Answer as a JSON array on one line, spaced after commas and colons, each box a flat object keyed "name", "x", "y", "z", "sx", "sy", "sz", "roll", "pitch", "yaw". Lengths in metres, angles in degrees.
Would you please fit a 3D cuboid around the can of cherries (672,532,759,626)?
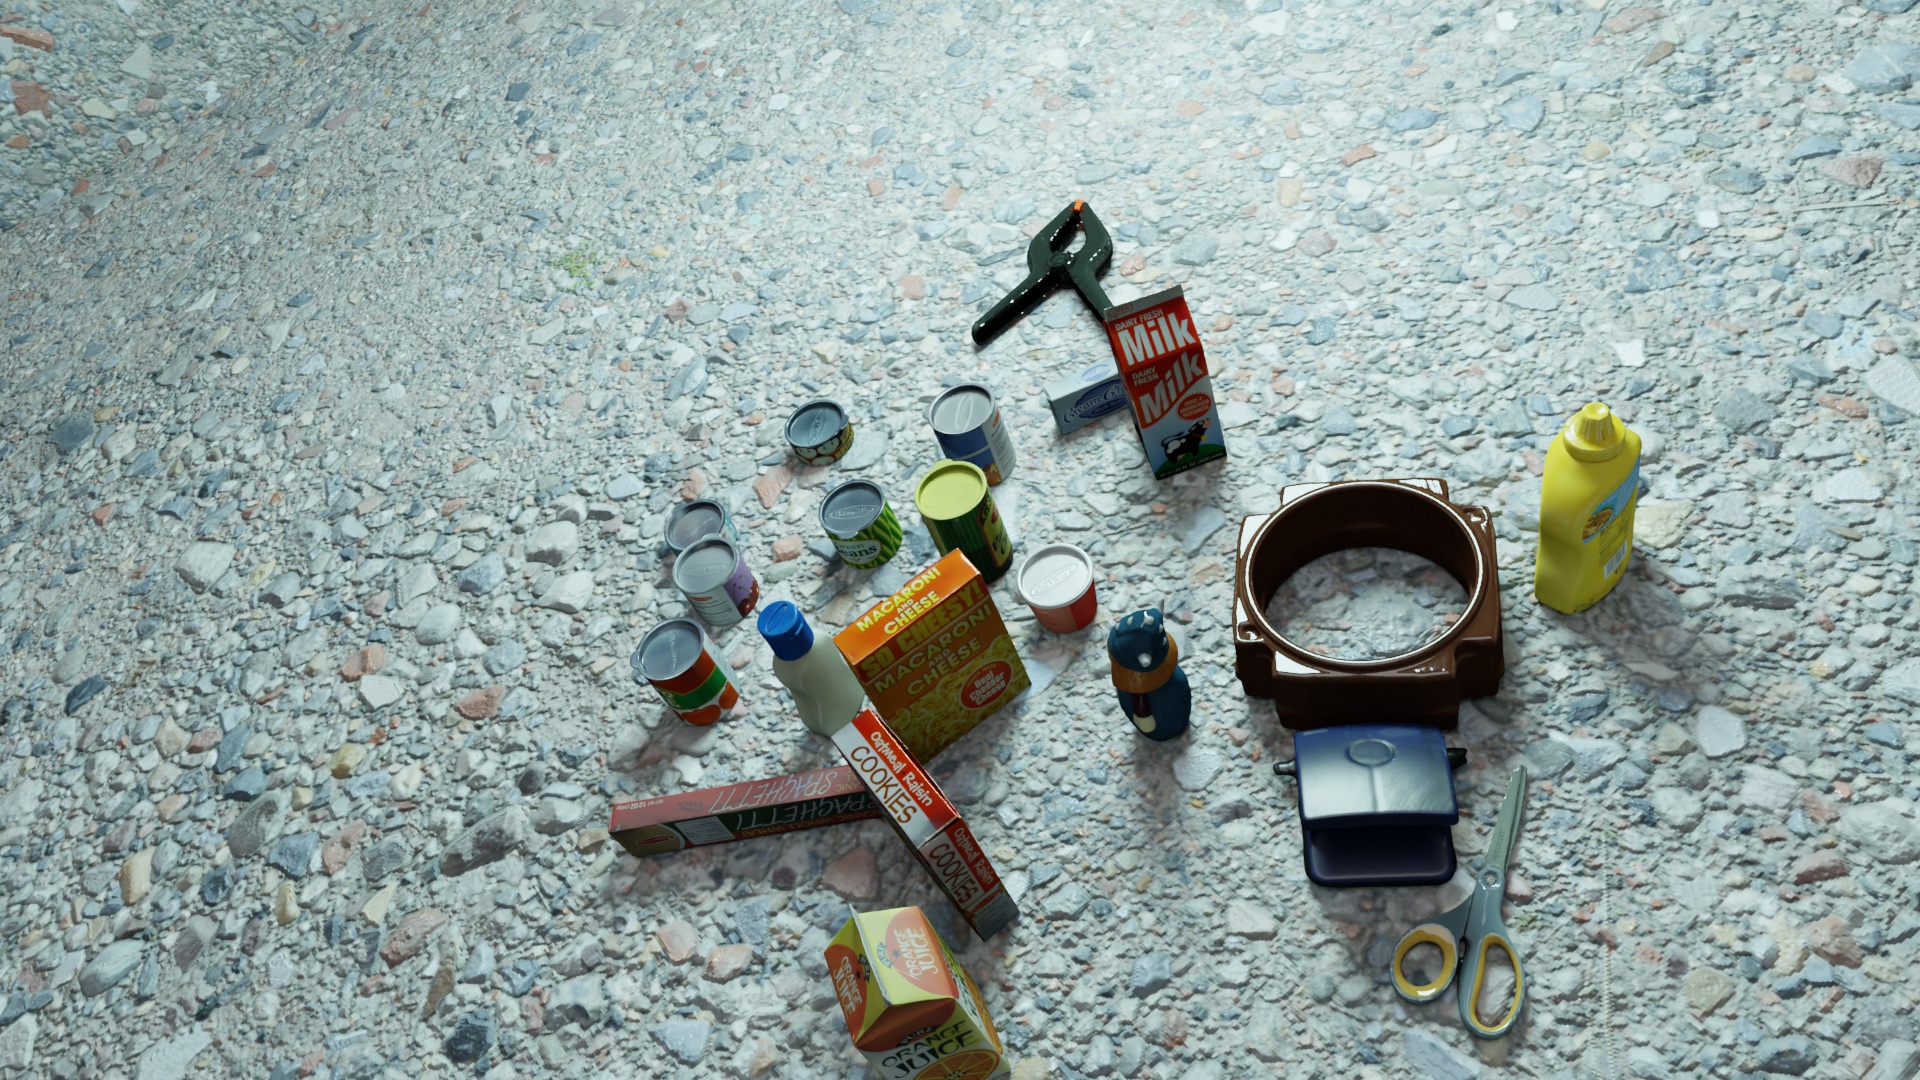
[{"name": "can of cherries", "x": -0.232, "y": 0.037, "z": 1.327, "sx": 0.071, "sy": 0.058, "sz": 0.072, "roll": -10, "pitch": 50, "yaw": 12}]

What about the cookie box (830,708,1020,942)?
[{"name": "cookie box", "x": -0.024, "y": 0.213, "z": 1.036, "sx": 0.040, "sy": 0.166, "sz": 0.123, "roll": -37, "pitch": 50, "yaw": -11}]

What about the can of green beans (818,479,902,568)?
[{"name": "can of green beans", "x": -0.094, "y": -0.015, "z": 1.320, "sx": 0.071, "sy": 0.057, "sz": 0.071, "roll": -10, "pitch": 50, "yaw": 12}]

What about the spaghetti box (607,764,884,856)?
[{"name": "spaghetti box", "x": -0.168, "y": 0.224, "z": 1.158, "sx": 0.250, "sy": 0.050, "sz": 0.029, "roll": -11, "pitch": 50, "yaw": 11}]

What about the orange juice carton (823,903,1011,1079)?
[{"name": "orange juice carton", "x": -0.033, "y": 0.313, "z": 0.942, "sx": 0.073, "sy": 0.191, "sz": 0.072, "roll": -26, "pitch": 48, "yaw": -1}]

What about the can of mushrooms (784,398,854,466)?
[{"name": "can of mushrooms", "x": -0.143, "y": -0.111, "z": 1.432, "sx": 0.071, "sy": 0.033, "sz": 0.071, "roll": -10, "pitch": 50, "yaw": 12}]

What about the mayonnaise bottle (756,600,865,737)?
[{"name": "mayonnaise bottle", "x": -0.128, "y": 0.106, "z": 1.174, "sx": 0.041, "sy": 0.147, "sz": 0.065, "roll": 15, "pitch": 59, "yaw": 29}]

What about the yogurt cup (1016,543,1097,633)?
[{"name": "yogurt cup", "x": 0.087, "y": 0.044, "z": 1.208, "sx": 0.072, "sy": 0.053, "sz": 0.073, "roll": -10, "pitch": 50, "yaw": 12}]

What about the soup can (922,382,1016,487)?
[{"name": "soup can", "x": 0.009, "y": -0.100, "z": 1.333, "sx": 0.071, "sy": 0.083, "sz": 0.072, "roll": -10, "pitch": 50, "yaw": 12}]

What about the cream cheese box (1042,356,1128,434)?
[{"name": "cream cheese box", "x": 0.136, "y": -0.145, "z": 1.344, "sx": 0.104, "sy": 0.053, "sz": 0.024, "roll": -23, "pitch": 48, "yaw": 1}]

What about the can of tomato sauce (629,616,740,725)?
[{"name": "can of tomato sauce", "x": -0.246, "y": 0.120, "z": 1.249, "sx": 0.071, "sy": 0.082, "sz": 0.071, "roll": -10, "pitch": 50, "yaw": 12}]

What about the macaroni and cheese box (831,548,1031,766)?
[{"name": "macaroni and cheese box", "x": -0.020, "y": 0.098, "z": 1.129, "sx": 0.124, "sy": 0.165, "sz": 0.040, "roll": -36, "pitch": 49, "yaw": -10}]

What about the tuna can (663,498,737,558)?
[{"name": "tuna can", "x": -0.261, "y": -0.008, "z": 1.392, "sx": 0.071, "sy": 0.032, "sz": 0.071, "roll": -10, "pitch": 50, "yaw": 12}]

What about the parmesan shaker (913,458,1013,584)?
[{"name": "parmesan shaker", "x": 0.004, "y": -0.016, "z": 1.254, "sx": 0.071, "sy": 0.102, "sz": 0.072, "roll": -10, "pitch": 50, "yaw": 13}]

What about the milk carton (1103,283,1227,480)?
[{"name": "milk carton", "x": 0.180, "y": -0.148, "z": 1.239, "sx": 0.072, "sy": 0.189, "sz": 0.074, "roll": -19, "pitch": 49, "yaw": 5}]
